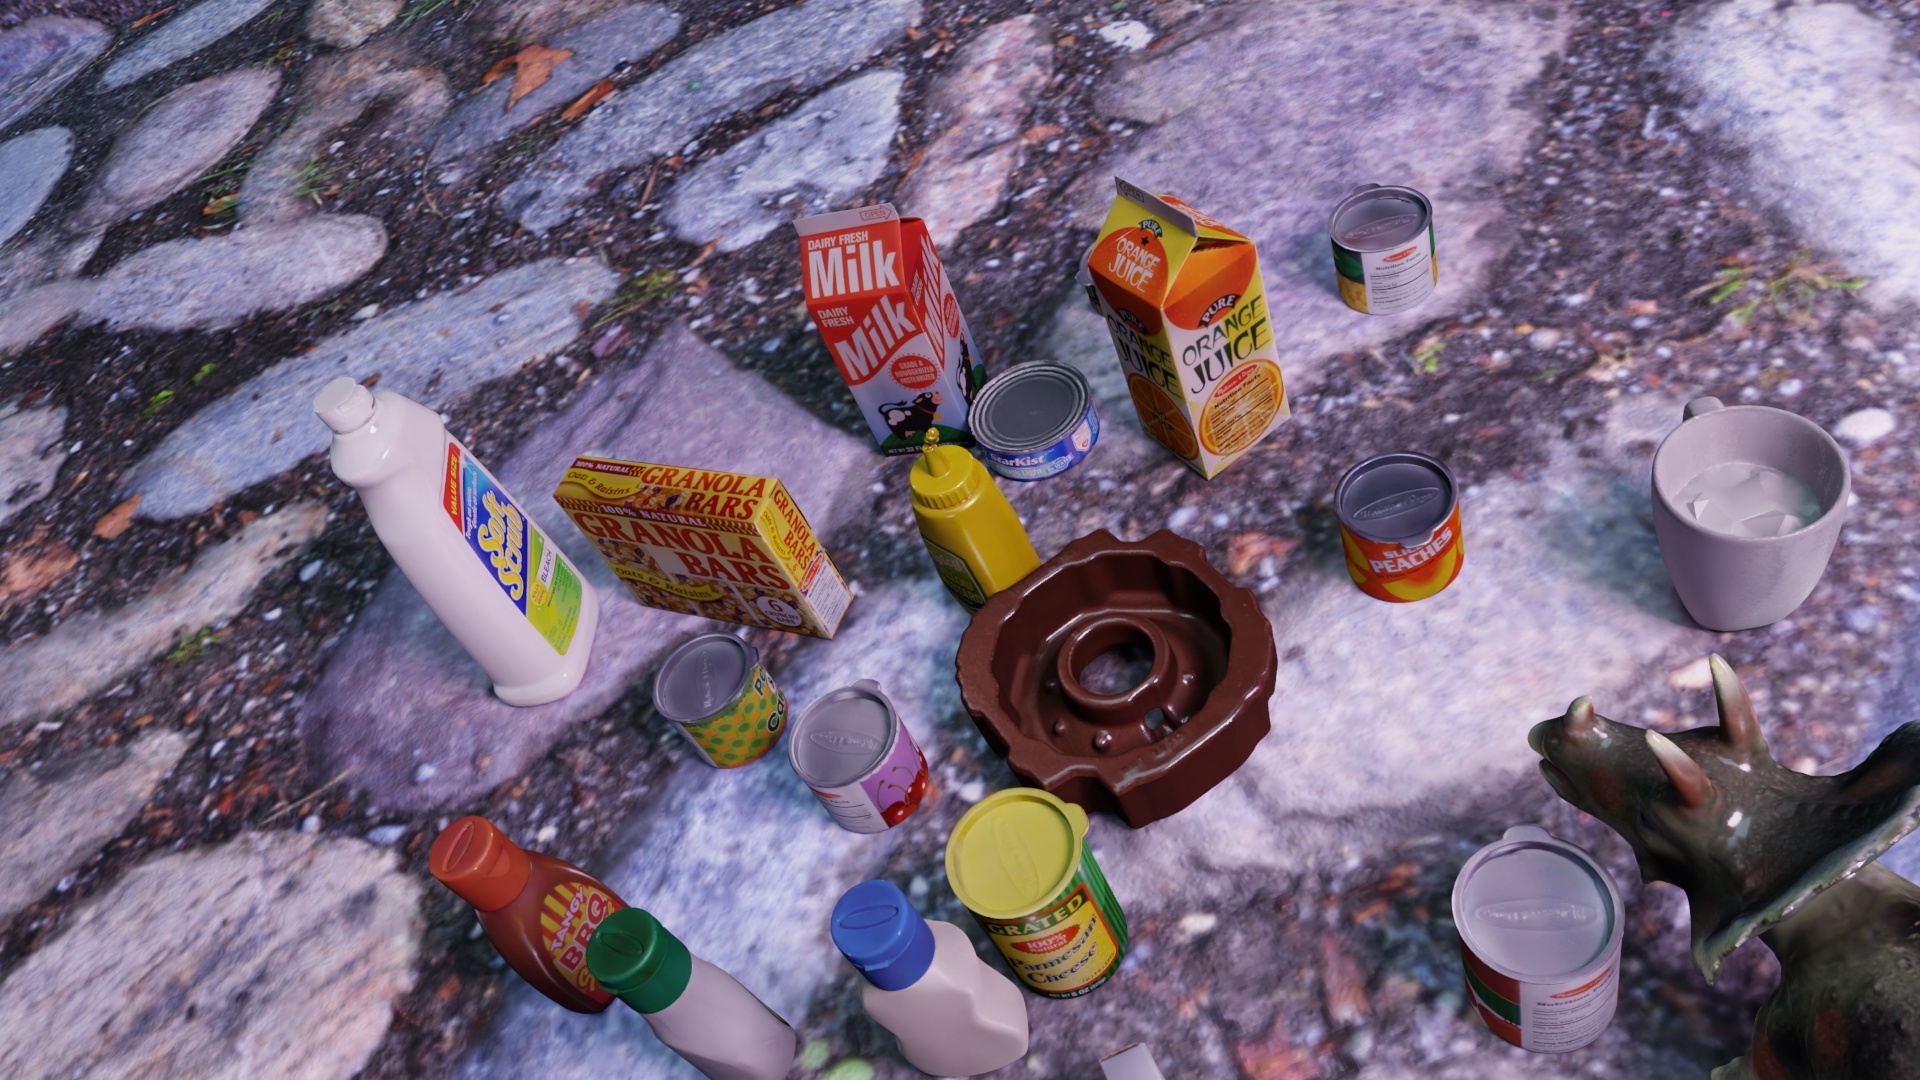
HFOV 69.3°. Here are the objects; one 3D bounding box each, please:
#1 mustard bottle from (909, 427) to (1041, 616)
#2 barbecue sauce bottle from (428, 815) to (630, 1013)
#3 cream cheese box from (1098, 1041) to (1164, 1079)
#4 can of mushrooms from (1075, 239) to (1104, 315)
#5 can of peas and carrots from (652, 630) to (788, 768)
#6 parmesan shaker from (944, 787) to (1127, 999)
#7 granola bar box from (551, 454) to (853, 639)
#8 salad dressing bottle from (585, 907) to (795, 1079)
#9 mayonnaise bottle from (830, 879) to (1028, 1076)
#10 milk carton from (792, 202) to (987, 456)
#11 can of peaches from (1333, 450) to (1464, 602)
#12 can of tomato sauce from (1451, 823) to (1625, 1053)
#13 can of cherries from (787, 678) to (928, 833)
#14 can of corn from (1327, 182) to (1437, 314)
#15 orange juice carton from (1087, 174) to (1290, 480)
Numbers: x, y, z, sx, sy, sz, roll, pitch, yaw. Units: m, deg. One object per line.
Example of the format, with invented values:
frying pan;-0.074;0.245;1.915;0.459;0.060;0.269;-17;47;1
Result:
mustard bottle;0.003;-0.010;0.820;0.065;0.159;0.049;28;67;38
barbecue sauce bottle;-0.228;0.198;0.747;0.043;0.148;0.065;2;53;25
cream cheese box;0.095;0.277;0.605;0.024;0.053;0.104;-26;46;1
can of mushrooms;0.120;-0.194;1.016;0.071;0.033;0.071;-12;48;14
can of peas and carrots;-0.146;0.098;0.860;0.071;0.058;0.071;-12;48;14
parmesan shaker;0.042;0.174;0.682;0.071;0.102;0.072;-12;48;14
granola bar box;-0.166;0.003;0.906;0.165;0.123;0.039;8;55;29
salad dressing bottle;-0.131;0.228;0.680;0.064;0.147;0.044;10;56;30
mayonnaise bottle;-0.016;0.206;0.649;0.065;0.147;0.041;-15;47;11
milk carton;-0.046;-0.148;0.939;0.072;0.189;0.074;-6;50;19
can of peaches;0.248;-0.005;0.781;0.071;0.057;0.071;-12;48;14
can of tomato sauce;0.251;0.175;0.606;0.071;0.082;0.071;-12;48;14
can of cherries;-0.056;0.124;0.799;0.071;0.058;0.072;-12;48;14
can of corn;0.283;-0.195;0.929;0.071;0.058;0.071;-12;48;14
orange juice carton;0.138;-0.135;0.847;0.073;0.191;0.072;-37;47;-9
